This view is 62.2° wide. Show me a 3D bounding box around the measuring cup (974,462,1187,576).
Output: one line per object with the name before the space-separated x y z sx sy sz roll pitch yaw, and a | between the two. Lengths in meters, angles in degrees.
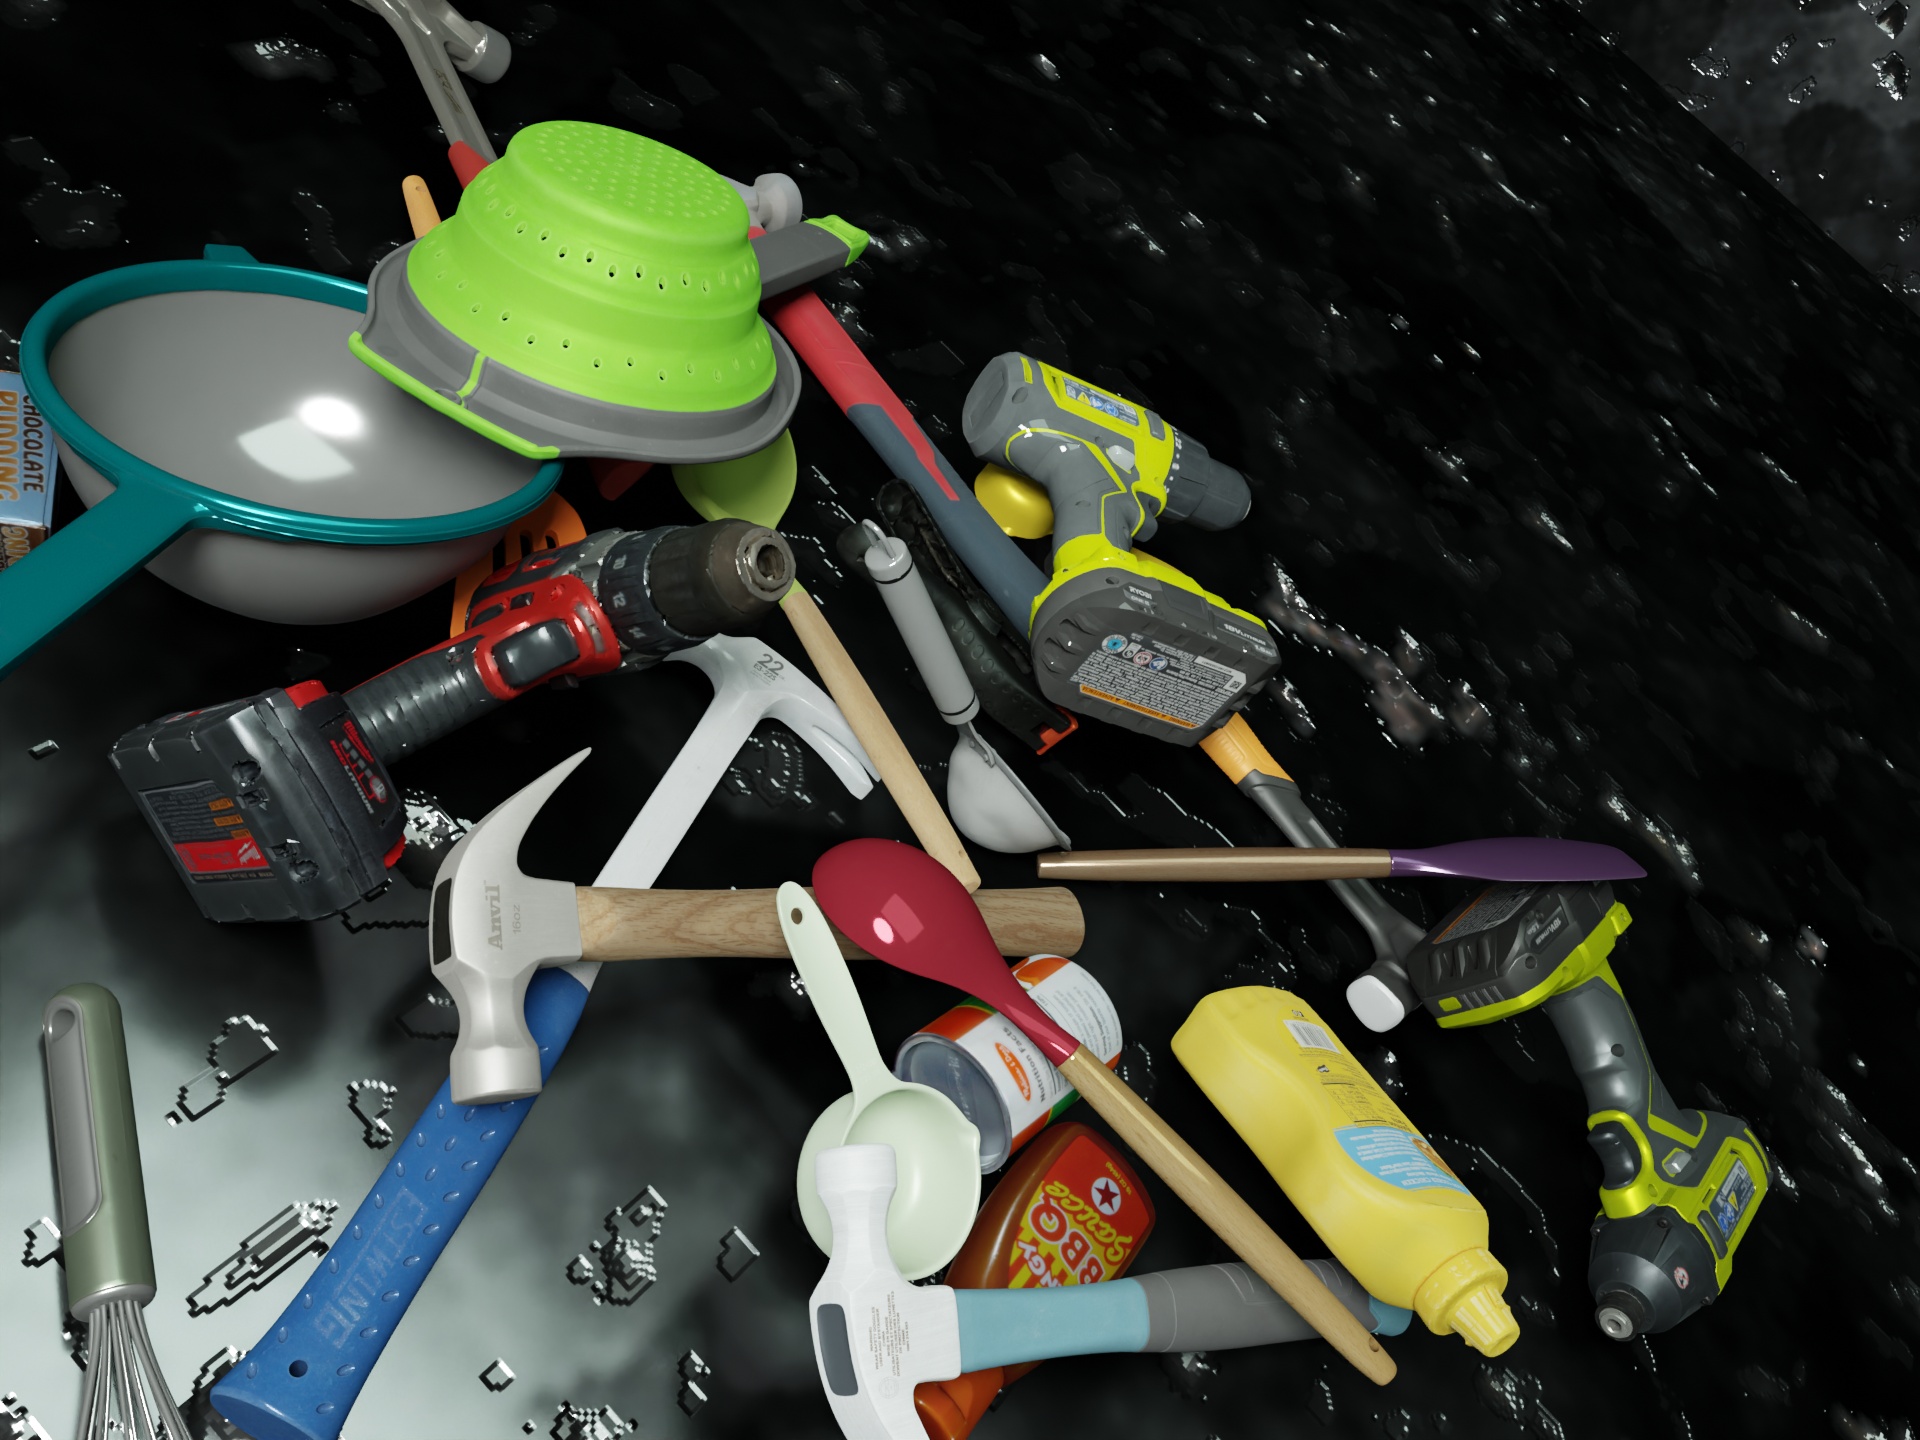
measuring cup | 0.083 -0.122 0.990 0.156 0.029 0.062 24 46 -13

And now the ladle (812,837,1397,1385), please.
ladle | 0.062 0.158 0.658 0.315 0.031 0.069 44 36 3

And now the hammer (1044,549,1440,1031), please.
hammer | 0.169 0.018 0.932 0.127 0.034 0.337 -28 74 -43

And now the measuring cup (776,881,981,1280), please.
measuring cup | -0.048 0.145 0.647 0.083 0.038 0.167 -24 93 -43

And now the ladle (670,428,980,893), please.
ladle | -0.063 -0.049 0.782 0.078 0.062 0.320 10 39 -48

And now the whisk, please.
whisk | -0.267 0.191 0.501 0.059 0.058 0.247 36 24 -57

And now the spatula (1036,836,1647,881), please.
spatula | 0.197 0.074 0.830 0.316 0.018 0.060 0 18 -5

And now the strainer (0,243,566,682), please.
strainer | -0.295 -0.072 0.632 0.211 0.095 0.341 23 34 -4

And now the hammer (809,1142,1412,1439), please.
hammer | 0.079 0.240 0.649 0.330 0.033 0.128 13 64 -39

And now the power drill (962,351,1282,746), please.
power drill | 0.103 -0.100 0.905 0.190 0.080 0.229 18 42 -26

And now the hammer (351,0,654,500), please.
hammer | -0.254 -0.275 0.866 0.149 0.036 0.359 5 53 -58

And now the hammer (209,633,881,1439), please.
hammer | -0.154 0.101 0.653 0.144 0.035 0.406 32 44 -7

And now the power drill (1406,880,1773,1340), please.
power drill | 0.337 0.198 0.846 0.171 0.080 0.223 -27 87 -44

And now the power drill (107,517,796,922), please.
power drill | -0.186 -0.014 0.623 0.227 0.188 0.080 -39 113 -42

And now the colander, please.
colander | -0.132 -0.247 0.807 0.204 0.094 0.397 30 34 8

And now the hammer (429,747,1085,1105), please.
hammer | -0.067 0.084 0.682 0.331 0.031 0.130 6 67 -43

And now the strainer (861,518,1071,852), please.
strainer | -0.001 -0.002 0.744 0.050 0.258 0.087 -37 48 -10

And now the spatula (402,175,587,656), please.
spatula | -0.251 -0.168 0.817 0.081 0.041 0.323 -3 54 -34

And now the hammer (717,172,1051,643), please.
hammer | -0.058 -0.176 0.936 0.143 0.038 0.386 -25 71 -42
